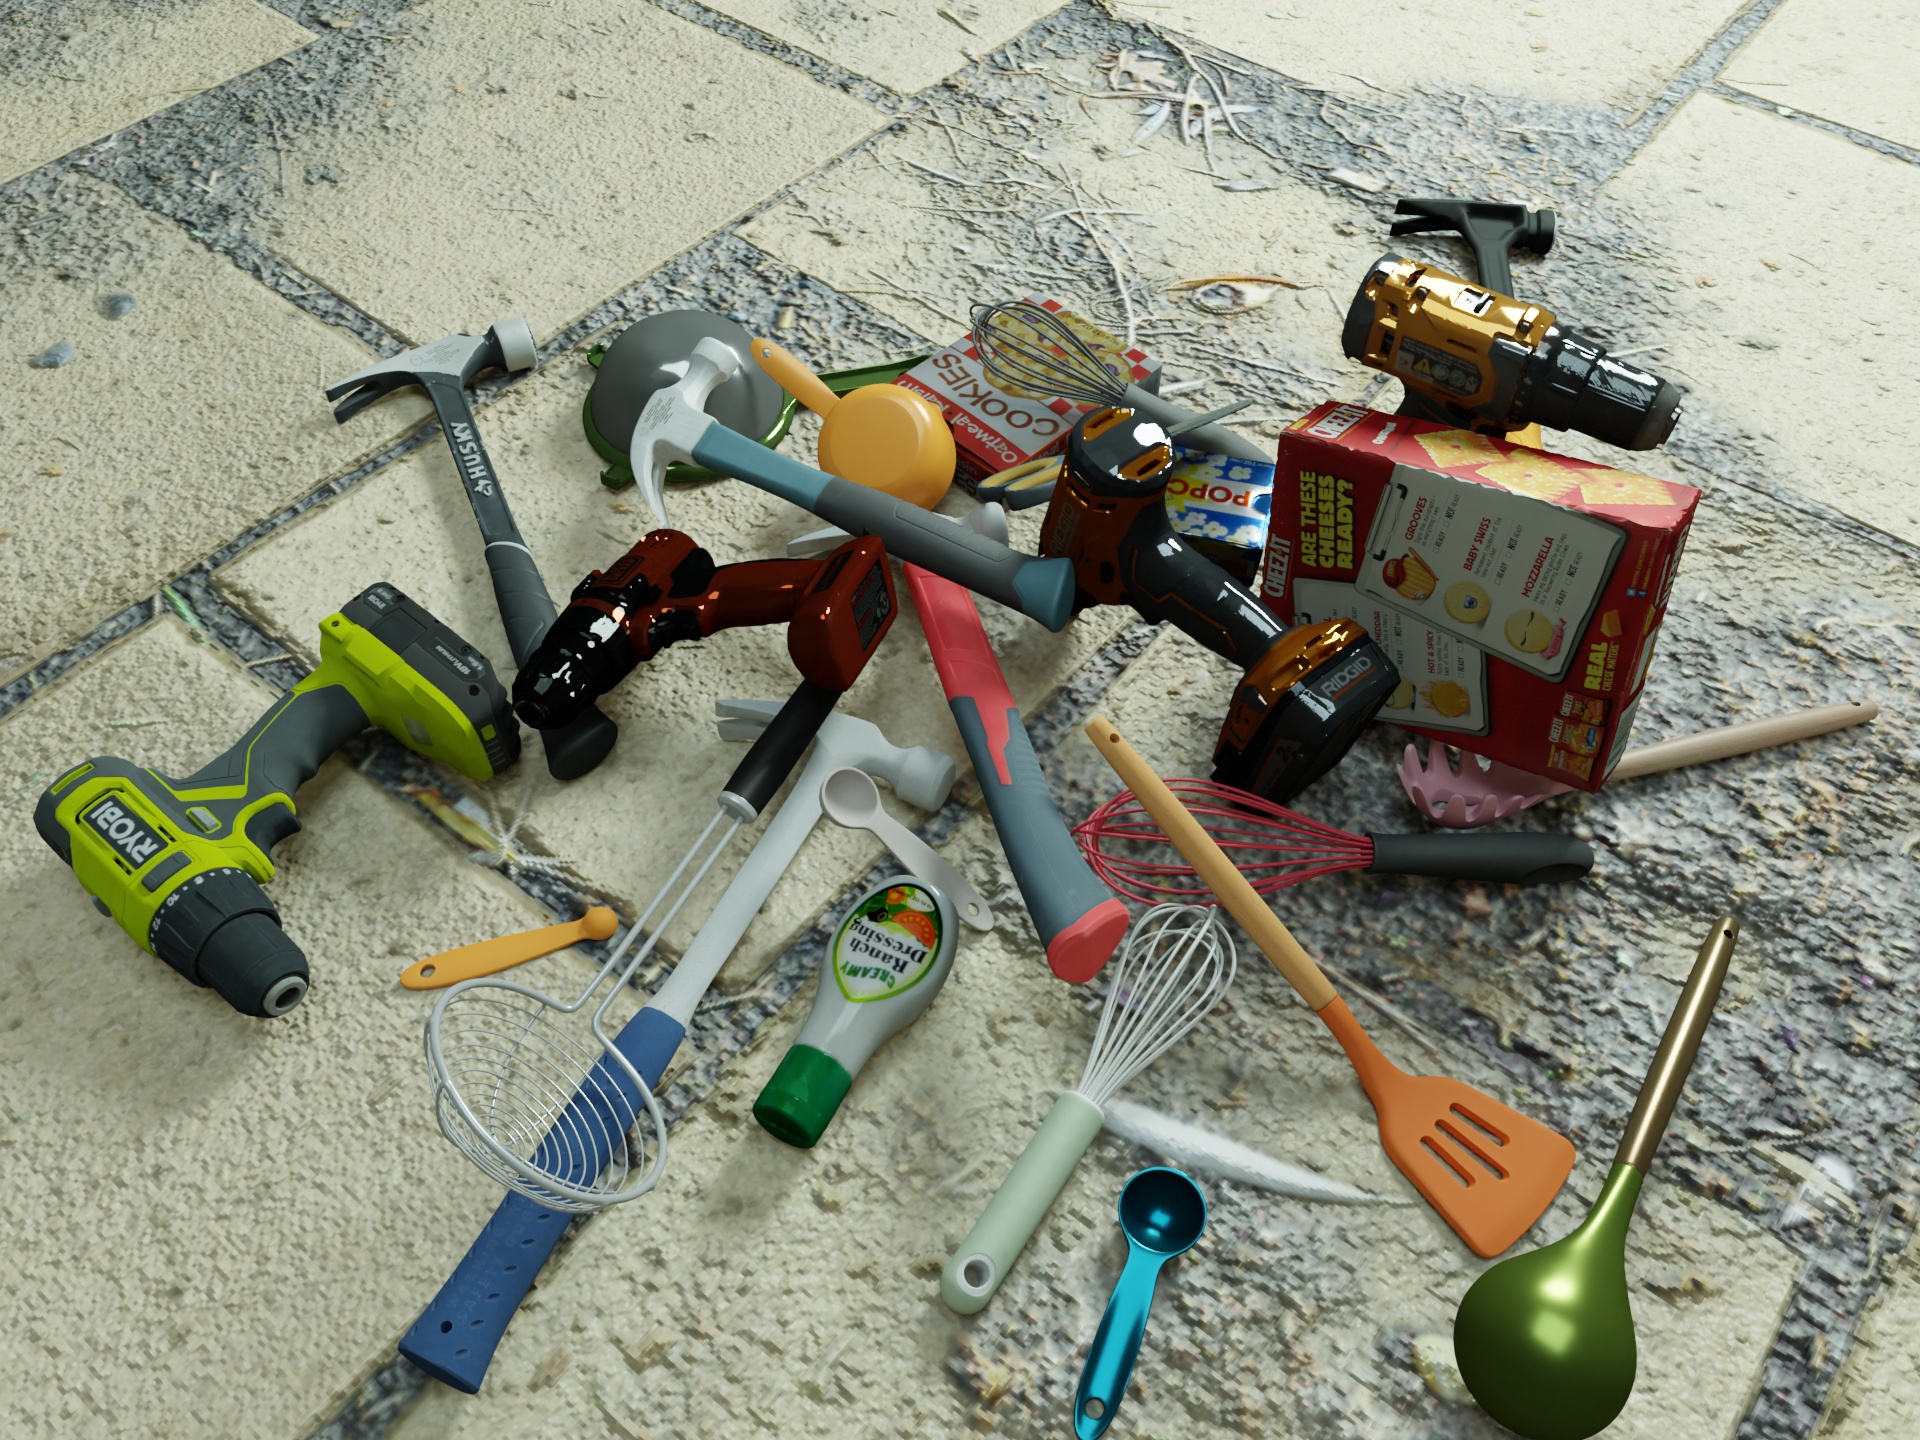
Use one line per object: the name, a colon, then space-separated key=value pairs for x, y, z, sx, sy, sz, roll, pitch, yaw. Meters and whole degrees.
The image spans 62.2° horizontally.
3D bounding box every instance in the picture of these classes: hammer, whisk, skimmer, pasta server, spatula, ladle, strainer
hammer: x=0.393 y=-0.277 z=1.172 sx=0.127 sy=0.034 sz=0.337 roll=6 pitch=51 yaw=3
whisk: x=0.111 y=-0.219 z=1.070 sx=0.239 sy=0.055 sz=0.055 roll=25 pitch=51 yaw=-11
skimmer: x=-0.130 y=0.078 z=0.794 sx=0.127 sy=0.090 sz=0.363 roll=41 pitch=52 yaw=-11
pasta server: x=0.402 y=0.017 z=0.931 sx=0.316 sy=0.040 sz=0.060 roll=-11 pitch=34 yaw=-11
hammer: x=-0.070 y=-0.135 z=0.980 sx=0.331 sy=0.033 sz=0.128 roll=26 pitch=74 yaw=25
spatula: x=0.173 y=0.121 z=0.802 sx=0.081 sy=0.041 sz=0.323 roll=-37 pitch=83 yaw=-27
hammer: x=-0.304 y=-0.120 z=1.034 sx=0.149 sy=0.036 sz=0.409 roll=-19 pitch=54 yaw=-14
hammer: x=-0.001 y=-0.003 z=0.897 sx=0.143 sy=0.038 sz=0.387 roll=-11 pitch=41 yaw=-8
ladle: x=0.328 y=0.208 z=0.780 sx=0.078 sy=0.062 sz=0.320 roll=33 pitch=51 yaw=14
whisk: x=0.205 y=0.072 z=0.872 sx=0.296 sy=0.073 sz=0.073 roll=3 pitch=51 yaw=-6
strainer: x=-0.141 y=-0.248 z=1.117 sx=0.256 sy=0.069 sz=0.152 roll=-10 pitch=52 yaw=-7
whisk: x=0.064 y=0.185 z=0.786 sx=0.058 sy=0.059 sz=0.246 roll=36 pitch=63 yaw=5
hammer: x=-0.152 y=0.144 z=0.820 sx=0.144 sy=0.035 sz=0.406 roll=21 pitch=54 yaw=15

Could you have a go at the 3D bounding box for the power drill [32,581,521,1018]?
power drill: x=-0.359 y=0.042 z=0.875 sx=0.191 sy=0.080 sz=0.228 roll=33 pitch=60 yaw=24

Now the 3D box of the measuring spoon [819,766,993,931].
measuring spoon: x=-0.030 y=0.074 z=0.861 sx=0.124 sy=0.018 sz=0.034 roll=43 pitch=53 yaw=-11

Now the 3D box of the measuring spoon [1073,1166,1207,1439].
measuring spoon: x=0.079 y=0.271 z=0.738 sx=0.042 sy=0.021 sz=0.129 roll=18 pitch=62 yaw=14

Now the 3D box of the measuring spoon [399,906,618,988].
measuring spoon: x=-0.242 y=0.121 z=0.852 sx=0.117 sy=0.011 sz=0.021 roll=-15 pitch=53 yaw=-13

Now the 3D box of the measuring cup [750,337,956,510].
measuring cup: x=-0.082 y=-0.204 z=1.052 sx=0.174 sy=0.052 sz=0.095 roll=41 pitch=94 yaw=9

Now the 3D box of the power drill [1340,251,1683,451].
power drill: x=0.304 y=-0.149 z=0.942 sx=0.185 sy=0.226 sz=0.084 roll=28 pitch=56 yaw=20

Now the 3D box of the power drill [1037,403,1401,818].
power drill: x=0.132 y=-0.056 z=0.927 sx=0.084 sy=0.164 sz=0.227 roll=-33 pitch=71 yaw=-25
